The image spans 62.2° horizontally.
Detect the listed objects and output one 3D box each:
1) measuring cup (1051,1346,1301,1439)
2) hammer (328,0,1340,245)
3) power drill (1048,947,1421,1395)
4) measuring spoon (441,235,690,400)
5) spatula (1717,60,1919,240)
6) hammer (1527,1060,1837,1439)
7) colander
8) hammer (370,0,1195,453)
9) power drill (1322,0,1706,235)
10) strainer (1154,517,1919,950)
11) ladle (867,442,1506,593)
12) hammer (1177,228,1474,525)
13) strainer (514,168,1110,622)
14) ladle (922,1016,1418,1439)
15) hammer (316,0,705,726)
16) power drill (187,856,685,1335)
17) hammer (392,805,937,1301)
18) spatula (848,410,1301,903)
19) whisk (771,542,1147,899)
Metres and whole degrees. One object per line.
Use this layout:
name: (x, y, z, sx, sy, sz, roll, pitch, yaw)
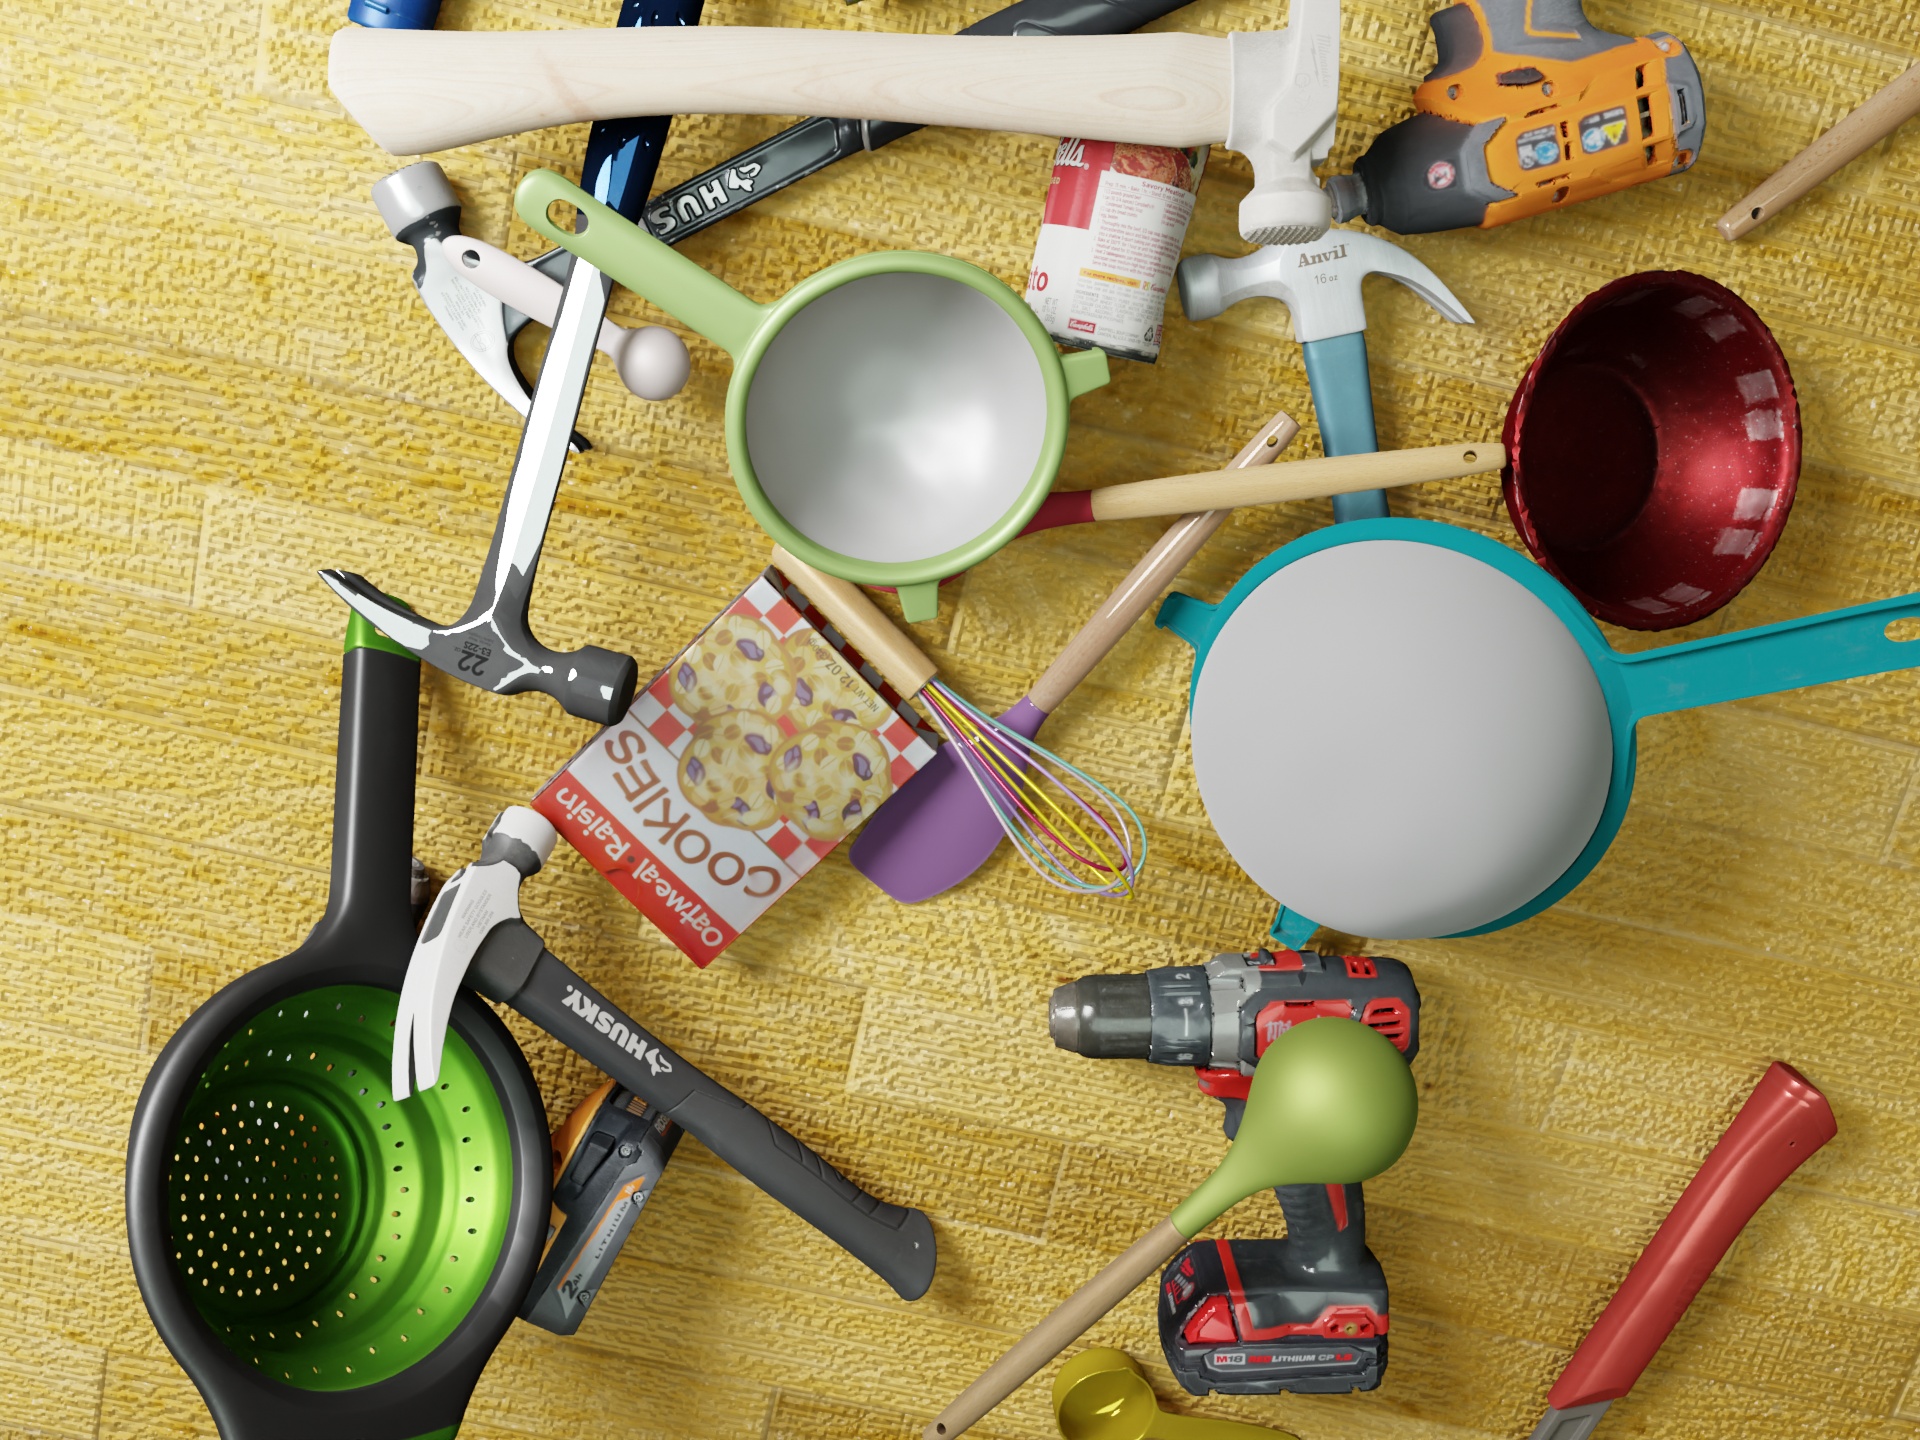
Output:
measuring cup: (0.123, 0.392, 0.901, 0.156, 0.029, 0.062, 18, 103, -16)
hammer: (-0.050, -0.276, 0.657, 0.410, 0.038, 0.146, 1, 94, -1)
power drill: (0.141, 0.230, 0.832, 0.188, 0.080, 0.226, -1, 101, 0)
measuring spoon: (-0.181, -0.185, 0.723, 0.124, 0.018, 0.034, 29, 103, -8)
spatula: (0.482, -0.322, 0.712, 0.317, 0.044, 0.082, -38, 104, 10)
hammer: (0.357, 0.340, 0.878, 0.149, 0.037, 0.359, 25, 103, -6)
colander: (-0.298, 0.133, 0.741, 0.094, 0.204, 0.397, -18, 66, 33)
hammer: (-0.057, -0.264, 0.732, 0.409, 0.036, 0.149, -24, 104, 6)
power drill: (0.222, -0.330, 0.693, 0.164, 0.084, 0.226, -16, 107, 4)
strainer: (0.237, 0.008, 0.684, 0.340, 0.095, 0.211, -14, 101, 37)
ladle: (0.087, -0.104, 0.738, 0.315, 0.031, 0.069, -4, 90, 16)
hammer: (0.200, -0.073, 0.779, 0.128, 0.033, 0.331, -12, 104, 4)
strainer: (-0.073, -0.164, 0.694, 0.256, 0.069, 0.151, 29, 110, -22)
ladle: (0.096, 0.264, 0.788, 0.320, 0.062, 0.078, -47, 64, 17)
hammer: (-0.165, -0.210, 0.698, 0.144, 0.035, 0.405, 17, 95, 0)
power drill: (-0.258, 0.189, 0.821, 0.226, 0.084, 0.185, 28, 94, -2)
hammer: (-0.132, 0.197, 0.795, 0.035, 0.146, 0.334, -26, 120, 37)
spatula: (0.057, -0.025, 0.784, 0.059, 0.018, 0.316, 38, 108, -6)
whisk: (-0.001, -0.003, 0.772, 0.245, 0.047, 0.051, 45, 109, 3)
